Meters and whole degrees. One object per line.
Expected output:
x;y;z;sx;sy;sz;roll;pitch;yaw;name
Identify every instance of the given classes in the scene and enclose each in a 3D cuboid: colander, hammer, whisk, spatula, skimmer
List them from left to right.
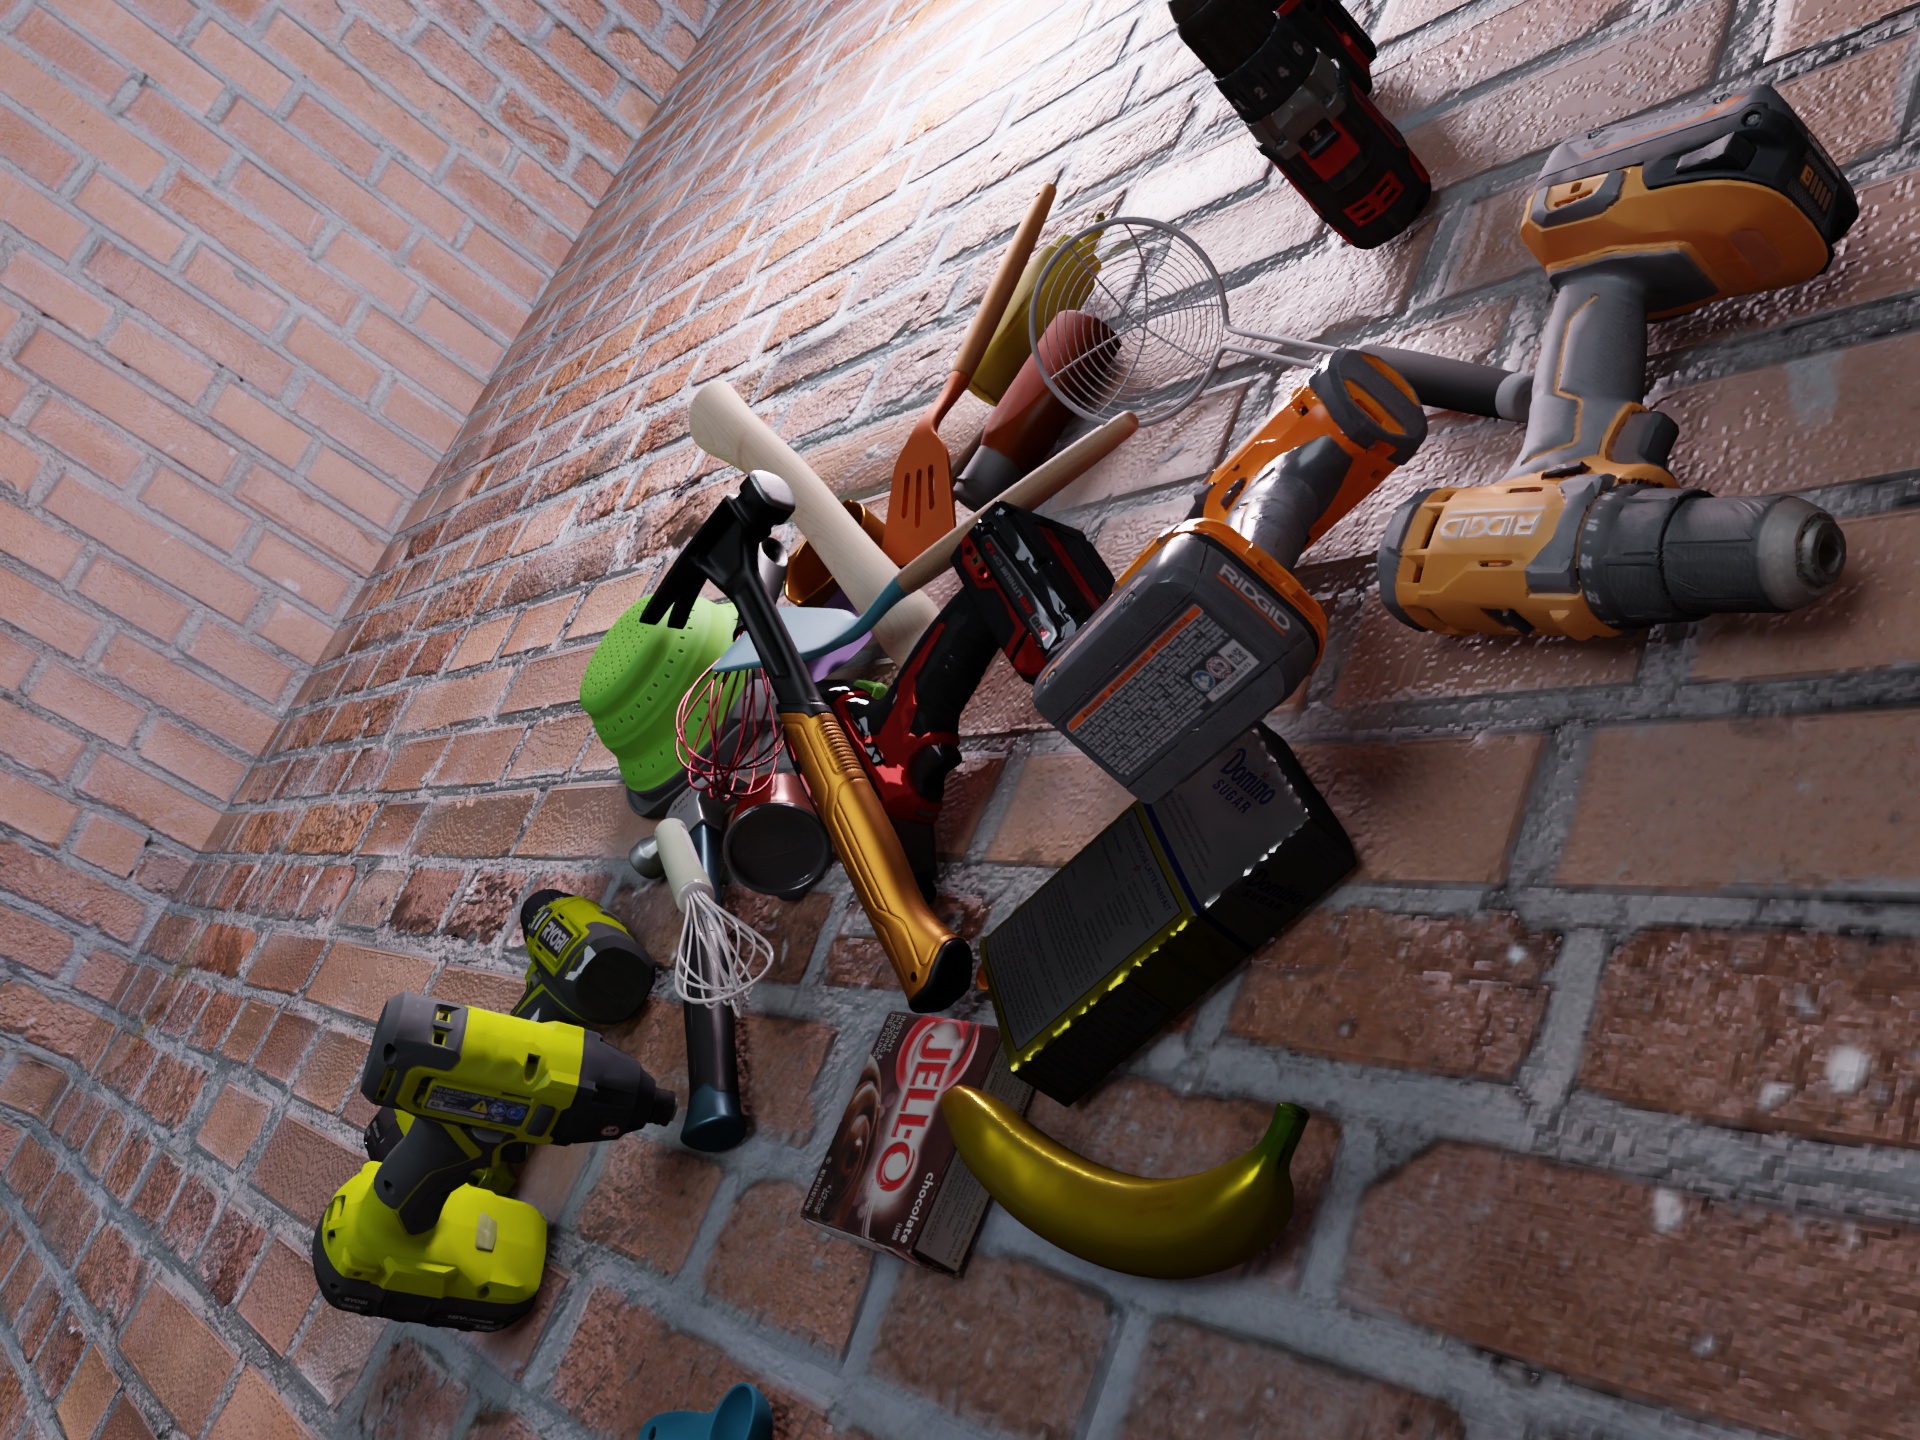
-0.163;0.114;0.991;0.059;0.057;0.247;-23;24;-10;whisk
-0.167;0.148;1.036;0.128;0.033;0.331;-45;31;18;hammer
-0.188;-0.031;1.191;0.397;0.094;0.204;2;61;56;colander
-0.144;-0.044;1.073;0.073;0.073;0.296;-39;27;25;whisk
-0.084;0.018;0.889;0.127;0.034;0.337;-46;56;27;hammer
-0.089;-0.144;1.090;0.146;0.038;0.411;-56;45;16;hammer
-0.023;-0.100;0.931;0.317;0.044;0.082;-31;14;37;spatula
-0.014;-0.151;1.109;0.060;0.018;0.316;28;76;42;spatula
0.014;-0.251;1.108;0.081;0.041;0.323;-10;50;51;spatula
0.159;-0.204;0.873;0.364;0.090;0.127;37;123;58;skimmer

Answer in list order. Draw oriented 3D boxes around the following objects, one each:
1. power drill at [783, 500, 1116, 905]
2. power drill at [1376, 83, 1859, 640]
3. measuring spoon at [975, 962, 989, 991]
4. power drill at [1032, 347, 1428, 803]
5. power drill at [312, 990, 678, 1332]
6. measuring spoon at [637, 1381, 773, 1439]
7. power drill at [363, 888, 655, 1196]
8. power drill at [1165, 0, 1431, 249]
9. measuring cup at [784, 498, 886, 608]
-0.001;-0.003;0.888;0.219;0.078;0.143;-45;57;25;power drill
0.281;-0.135;0.636;0.185;0.084;0.226;8;71;58;power drill
0.052;0.097;0.798;0.117;0.011;0.021;-44;32;11;measuring spoon
0.121;-0.065;0.735;0.164;0.084;0.226;-46;4;45;power drill
-0.278;0.262;0.934;0.223;0.171;0.080;-59;24;31;power drill
-0.125;0.353;0.784;0.128;0.021;0.042;-33;34;49;measuring spoon
-0.322;0.227;1.136;0.228;0.080;0.191;-56;29;-9;power drill
0.186;-0.389;0.935;0.080;0.187;0.227;-38;29;28;power drill
-0.107;-0.104;1.195;0.173;0.052;0.095;-13;49;52;measuring cup
